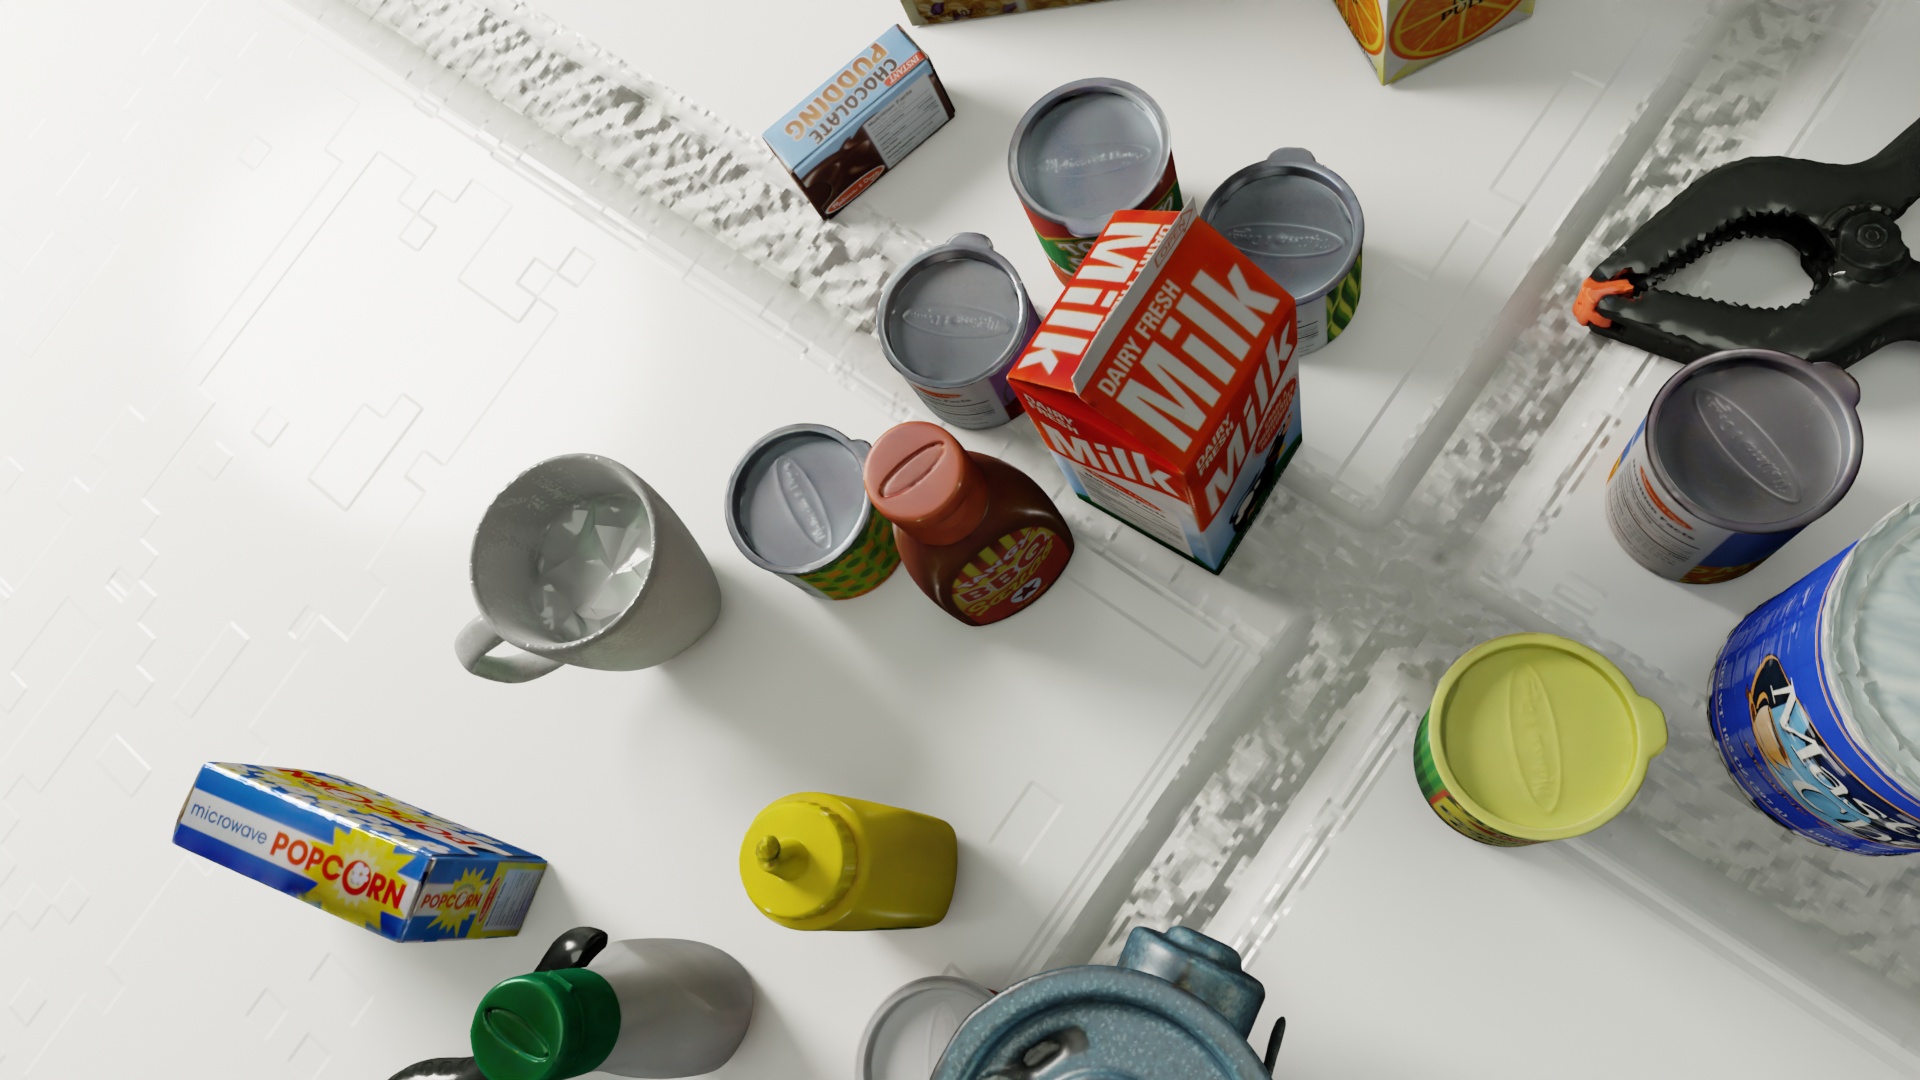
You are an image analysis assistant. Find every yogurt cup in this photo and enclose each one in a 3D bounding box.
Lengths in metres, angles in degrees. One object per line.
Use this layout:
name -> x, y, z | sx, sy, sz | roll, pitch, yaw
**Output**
yogurt cup -> -0.001, 0.202, 0.534 | 0.072, 0.054, 0.072 | -4, 75, 14

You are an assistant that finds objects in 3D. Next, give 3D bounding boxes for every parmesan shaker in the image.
parmesan shaker -> 0.199, 0.074, 0.489 | 0.071, 0.103, 0.071 | -4, 75, 14

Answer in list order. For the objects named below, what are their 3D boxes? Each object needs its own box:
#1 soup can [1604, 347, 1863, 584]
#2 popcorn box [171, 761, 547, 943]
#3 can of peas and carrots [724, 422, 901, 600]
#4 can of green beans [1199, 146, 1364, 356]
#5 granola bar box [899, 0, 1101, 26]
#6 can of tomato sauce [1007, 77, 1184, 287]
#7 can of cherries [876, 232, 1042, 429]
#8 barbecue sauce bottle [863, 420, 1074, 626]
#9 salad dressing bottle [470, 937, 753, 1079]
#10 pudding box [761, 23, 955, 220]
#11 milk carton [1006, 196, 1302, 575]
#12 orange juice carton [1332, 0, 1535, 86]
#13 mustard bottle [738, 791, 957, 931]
soup can -> 0.279, -0.026, 0.505 | 0.071, 0.083, 0.071 | -4, 75, 14
popcorn box -> -0.259, 0.135, 0.604 | 0.127, 0.085, 0.038 | 16, 80, 18
can of peas and carrots -> -0.059, -0.013, 0.605 | 0.071, 0.058, 0.071 | -4, 75, 14
can of green beans -> 0.135, -0.117, 0.582 | 0.071, 0.057, 0.071 | -4, 75, 14
granola bar box -> 0.041, -0.291, 0.619 | 0.165, 0.124, 0.039 | -2, 75, 14
can of tomato sauce -> 0.062, -0.145, 0.596 | 0.071, 0.083, 0.071 | -4, 75, 14
can of cherries -> 0.004, -0.090, 0.609 | 0.071, 0.058, 0.071 | -4, 75, 14
barbecue sauce bottle -> 0.002, -0.007, 0.539 | 0.065, 0.148, 0.044 | -39, 70, 3
salad dressing bottle -> -0.127, 0.178, 0.524 | 0.064, 0.147, 0.044 | 28, 84, 20
pudding box -> -0.047, -0.196, 0.656 | 0.083, 0.049, 0.030 | -40, 70, 2
milk carton -> 0.075, -0.054, 0.510 | 0.073, 0.190, 0.072 | 31, 86, 20
orange juice carton -> 0.184, -0.269, 0.538 | 0.073, 0.192, 0.072 | -25, 71, 8
mustard bottle -> -0.046, 0.119, 0.512 | 0.065, 0.160, 0.049 | 2, 77, 16
